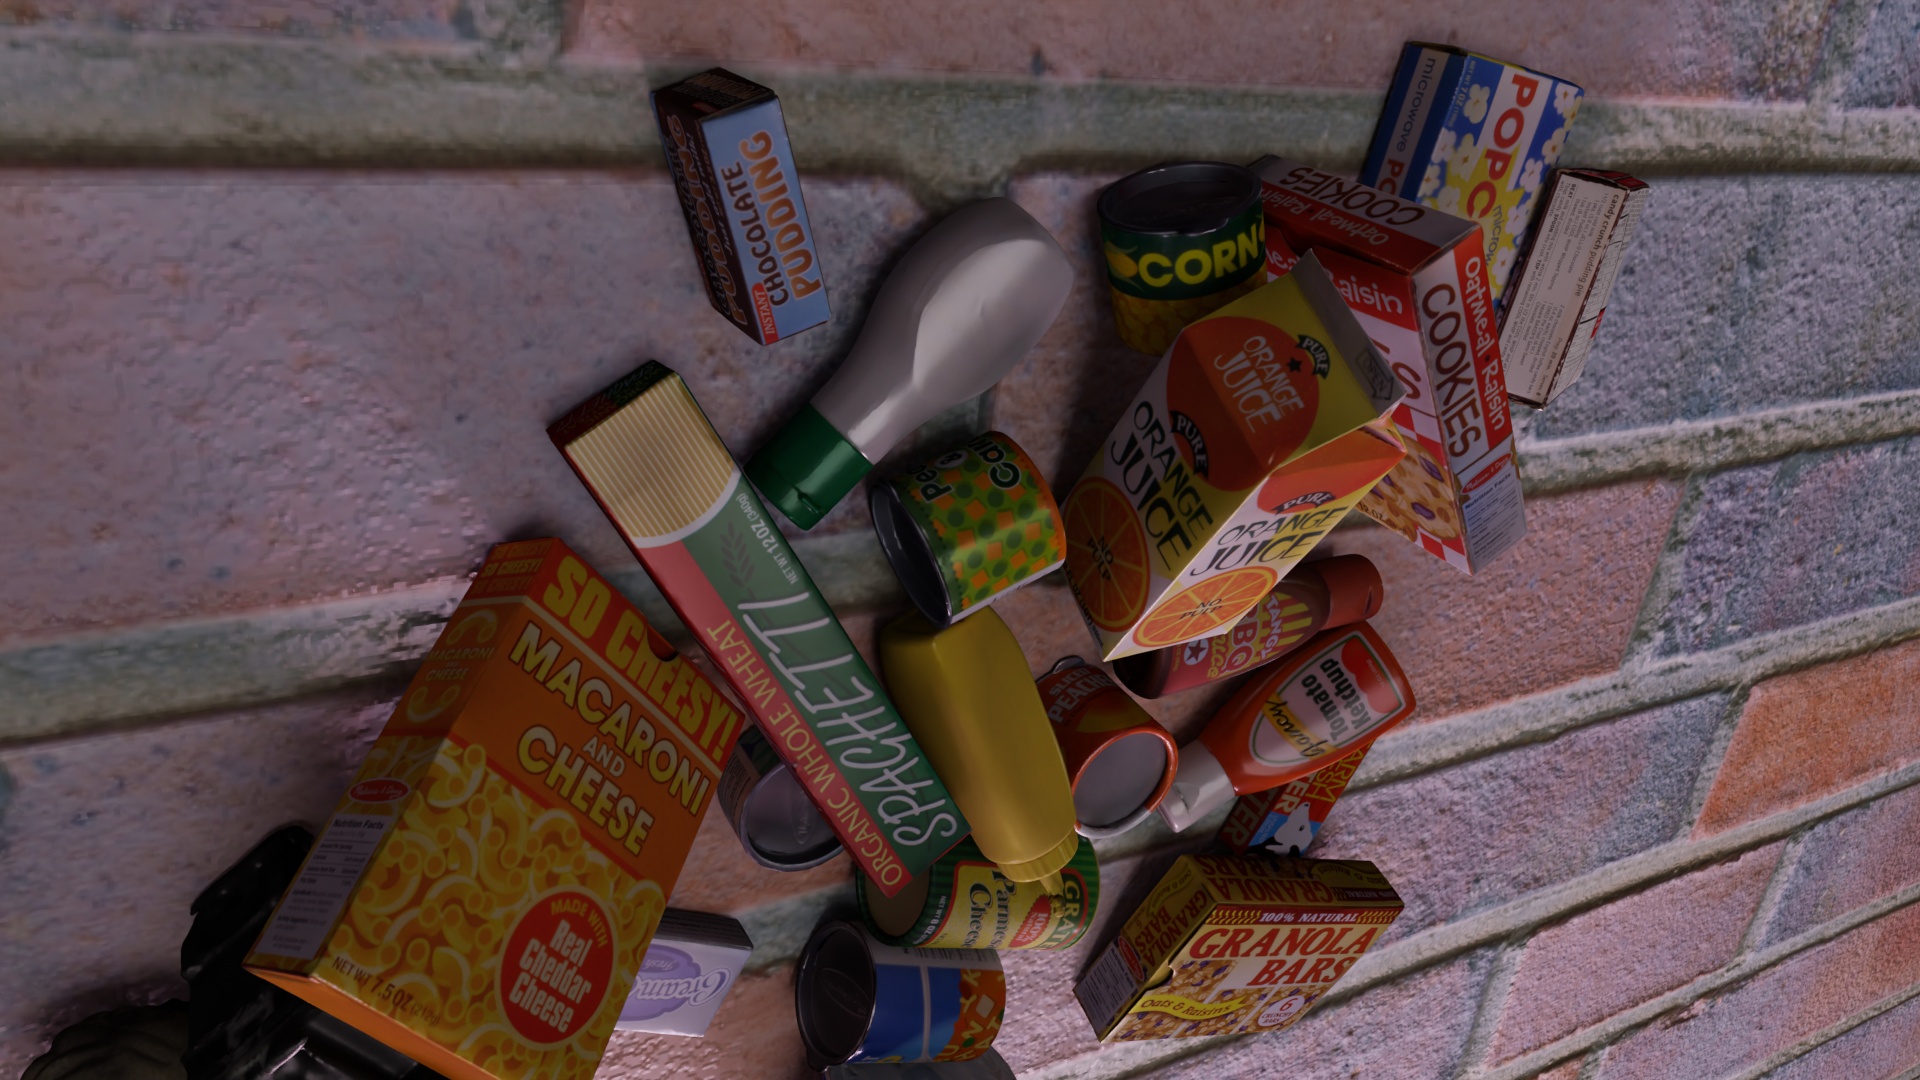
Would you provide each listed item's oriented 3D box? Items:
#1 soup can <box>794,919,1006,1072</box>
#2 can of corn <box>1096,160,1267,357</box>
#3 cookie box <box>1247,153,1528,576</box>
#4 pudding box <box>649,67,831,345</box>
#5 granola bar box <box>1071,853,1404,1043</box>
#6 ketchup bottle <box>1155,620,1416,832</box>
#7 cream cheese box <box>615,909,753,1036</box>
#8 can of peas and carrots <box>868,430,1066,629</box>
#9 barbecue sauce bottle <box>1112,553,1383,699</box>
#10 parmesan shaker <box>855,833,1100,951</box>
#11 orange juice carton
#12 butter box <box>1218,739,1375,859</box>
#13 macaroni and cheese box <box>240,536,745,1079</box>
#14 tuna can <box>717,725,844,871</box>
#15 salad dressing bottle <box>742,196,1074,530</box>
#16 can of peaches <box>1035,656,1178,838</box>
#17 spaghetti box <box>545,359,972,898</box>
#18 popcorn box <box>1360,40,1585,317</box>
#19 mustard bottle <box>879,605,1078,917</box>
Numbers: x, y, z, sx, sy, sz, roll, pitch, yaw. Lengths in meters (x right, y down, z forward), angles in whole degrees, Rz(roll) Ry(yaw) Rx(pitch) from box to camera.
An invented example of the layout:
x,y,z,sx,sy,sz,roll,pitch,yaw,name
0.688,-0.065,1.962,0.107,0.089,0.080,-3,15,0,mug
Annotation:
x,y,z,sx,sy,sz,roll,pitch,yaw,name
-0.030,0.226,0.687,0.084,0.071,0.071,16,106,-37,soup can
0.093,-0.115,0.571,0.071,0.071,0.058,-26,127,-17,can of corn
0.180,-0.077,0.611,0.040,0.123,0.166,-36,129,-11,cookie box
-0.075,-0.115,0.480,0.030,0.050,0.083,-25,127,-20,pudding box
0.166,0.241,0.818,0.166,0.039,0.123,11,123,-35,granola bar box
0.168,0.103,0.751,0.149,0.043,0.064,-31,88,-7,ketchup bottle
-0.149,0.191,0.621,0.104,0.024,0.053,22,103,-38,cream cheese box
0.002,-0.007,0.578,0.059,0.071,0.070,-27,127,-17,can of peas and carrots
0.148,0.036,0.707,0.149,0.044,0.064,-10,118,-28,barbecue sauce bottle
0.007,0.168,0.679,0.103,0.071,0.071,13,108,-36,parmesan shaker
0.111,-0.030,0.573,0.073,0.072,0.191,-10,152,-28,orange juice carton
0.198,0.141,0.809,0.053,0.024,0.103,19,105,-38,butter box
-0.152,0.101,0.498,0.123,0.040,0.167,53,44,-39,macaroni and cheese box
-0.070,0.110,0.620,0.071,0.033,0.070,-15,122,-24,tuna can
-0.021,-0.068,0.545,0.147,0.044,0.064,-45,132,-1,salad dressing bottle
0.065,0.102,0.682,0.071,0.058,0.071,-15,123,-24,can of peaches
-0.072,0.044,0.555,0.050,0.029,0.249,-37,118,-14,spaghetti box
0.229,-0.160,0.651,0.085,0.038,0.126,1,115,-33,popcorn box
0.017,0.102,0.626,0.049,0.065,0.159,-34,110,-29,mustard bottle
